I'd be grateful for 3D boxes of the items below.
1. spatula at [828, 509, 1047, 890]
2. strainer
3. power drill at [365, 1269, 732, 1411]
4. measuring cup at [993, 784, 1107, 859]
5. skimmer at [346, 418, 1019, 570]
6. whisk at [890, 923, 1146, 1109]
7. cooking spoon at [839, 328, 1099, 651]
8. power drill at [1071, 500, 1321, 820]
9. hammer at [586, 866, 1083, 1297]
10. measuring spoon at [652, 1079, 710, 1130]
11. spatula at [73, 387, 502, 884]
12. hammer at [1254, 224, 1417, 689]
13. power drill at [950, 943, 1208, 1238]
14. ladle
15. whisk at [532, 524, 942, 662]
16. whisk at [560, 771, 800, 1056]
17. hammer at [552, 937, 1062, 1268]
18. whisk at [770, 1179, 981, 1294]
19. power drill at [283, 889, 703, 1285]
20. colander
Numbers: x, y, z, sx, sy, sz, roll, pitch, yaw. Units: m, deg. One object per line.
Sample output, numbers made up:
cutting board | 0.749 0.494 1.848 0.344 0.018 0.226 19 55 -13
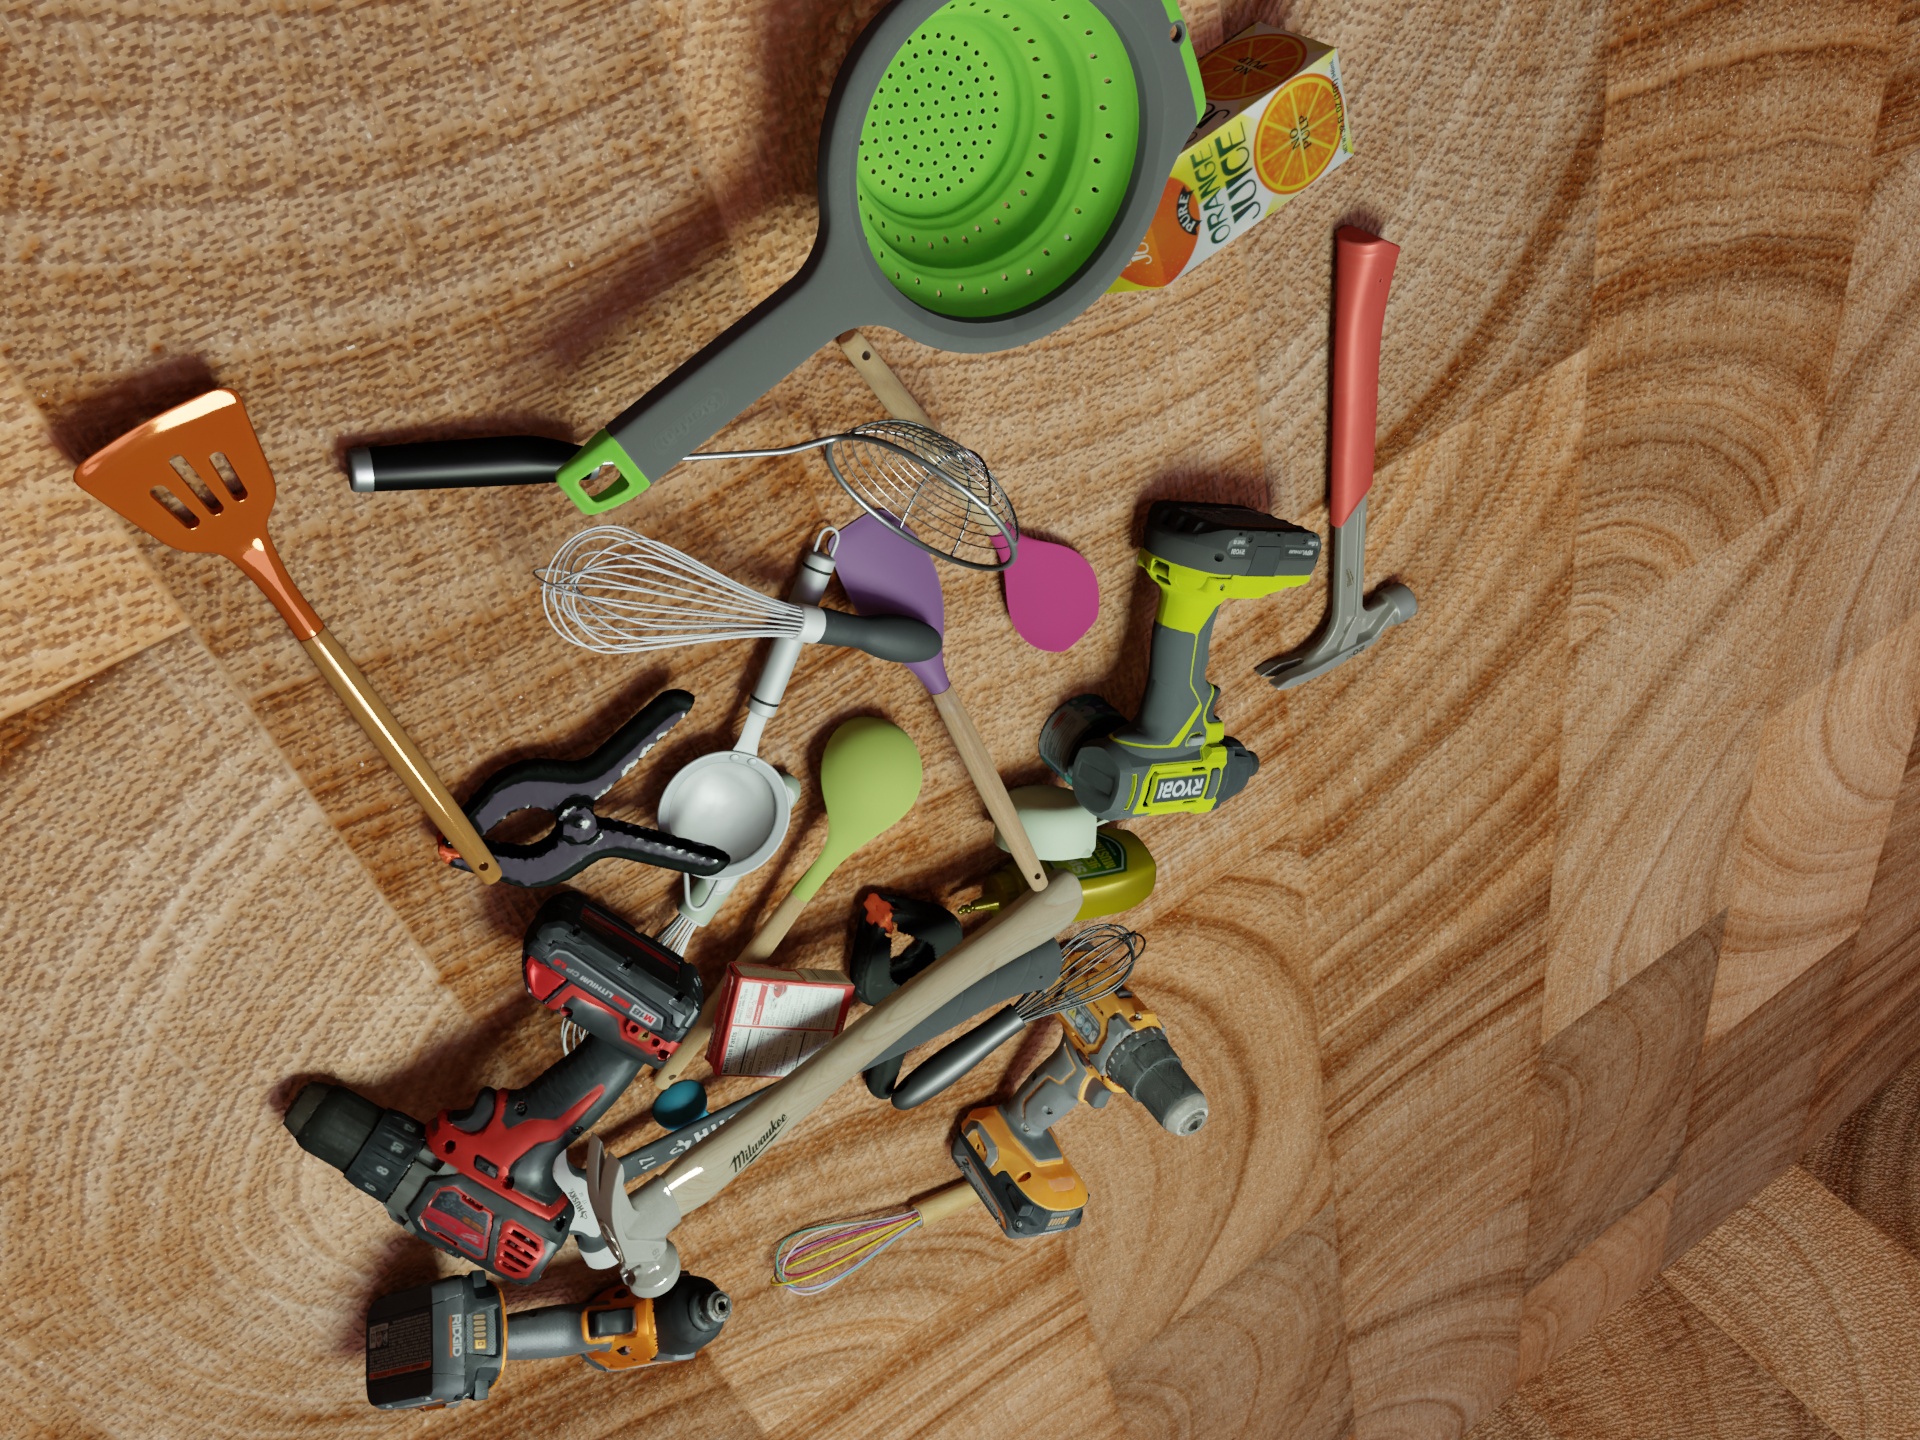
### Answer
spatula | -0.002 -0.003 1.065 0.060 0.018 0.315 -33 121 -12
strainer | -0.127 -0.003 1.001 0.086 0.050 0.258 17 104 -26
power drill | -0.282 0.430 1.126 0.226 0.084 0.164 12 150 -41
measuring cup | 0.092 0.063 1.206 0.167 0.083 0.038 -18 117 -47
skimmer | -0.139 -0.115 0.871 0.363 0.127 0.090 -7 94 -26
whisk | 0.046 0.236 1.258 0.239 0.055 0.055 -34 135 -5
cooking spoon | 0.011 -0.140 1.020 0.069 0.017 0.318 -45 137 -2
power drill | 0.177 -0.040 1.151 0.171 0.080 0.223 -4 114 -40
hammer | -0.068 0.213 1.073 0.410 0.038 0.146 -34 140 -29
measuring spoon | -0.185 0.312 1.198 0.042 0.021 0.128 -40 134 -6
spatula | -0.321 -0.023 0.822 0.081 0.041 0.322 -34 127 -13
hammer | 0.283 -0.188 1.178 0.149 0.037 0.358 -27 134 -19
power drill | 0.100 0.325 1.310 0.084 0.186 0.226 7 119 -42
ladle | -0.130 0.132 1.105 0.078 0.062 0.320 21 114 -42
whisk | -0.115 -0.060 0.921 0.284 0.070 0.070 7 116 -43
whisk | -0.184 0.136 1.056 0.057 0.059 0.246 36 92 -18
hammer | -0.107 0.256 1.164 0.409 0.036 0.149 -24 129 -14
whisk | -0.058 0.437 1.380 0.245 0.051 0.047 -14 149 -34
power drill | -0.286 0.218 0.986 0.188 0.080 0.226 34 92 -10
colander | -0.058 -0.254 0.831 0.397 0.095 0.204 -39 135 -4
